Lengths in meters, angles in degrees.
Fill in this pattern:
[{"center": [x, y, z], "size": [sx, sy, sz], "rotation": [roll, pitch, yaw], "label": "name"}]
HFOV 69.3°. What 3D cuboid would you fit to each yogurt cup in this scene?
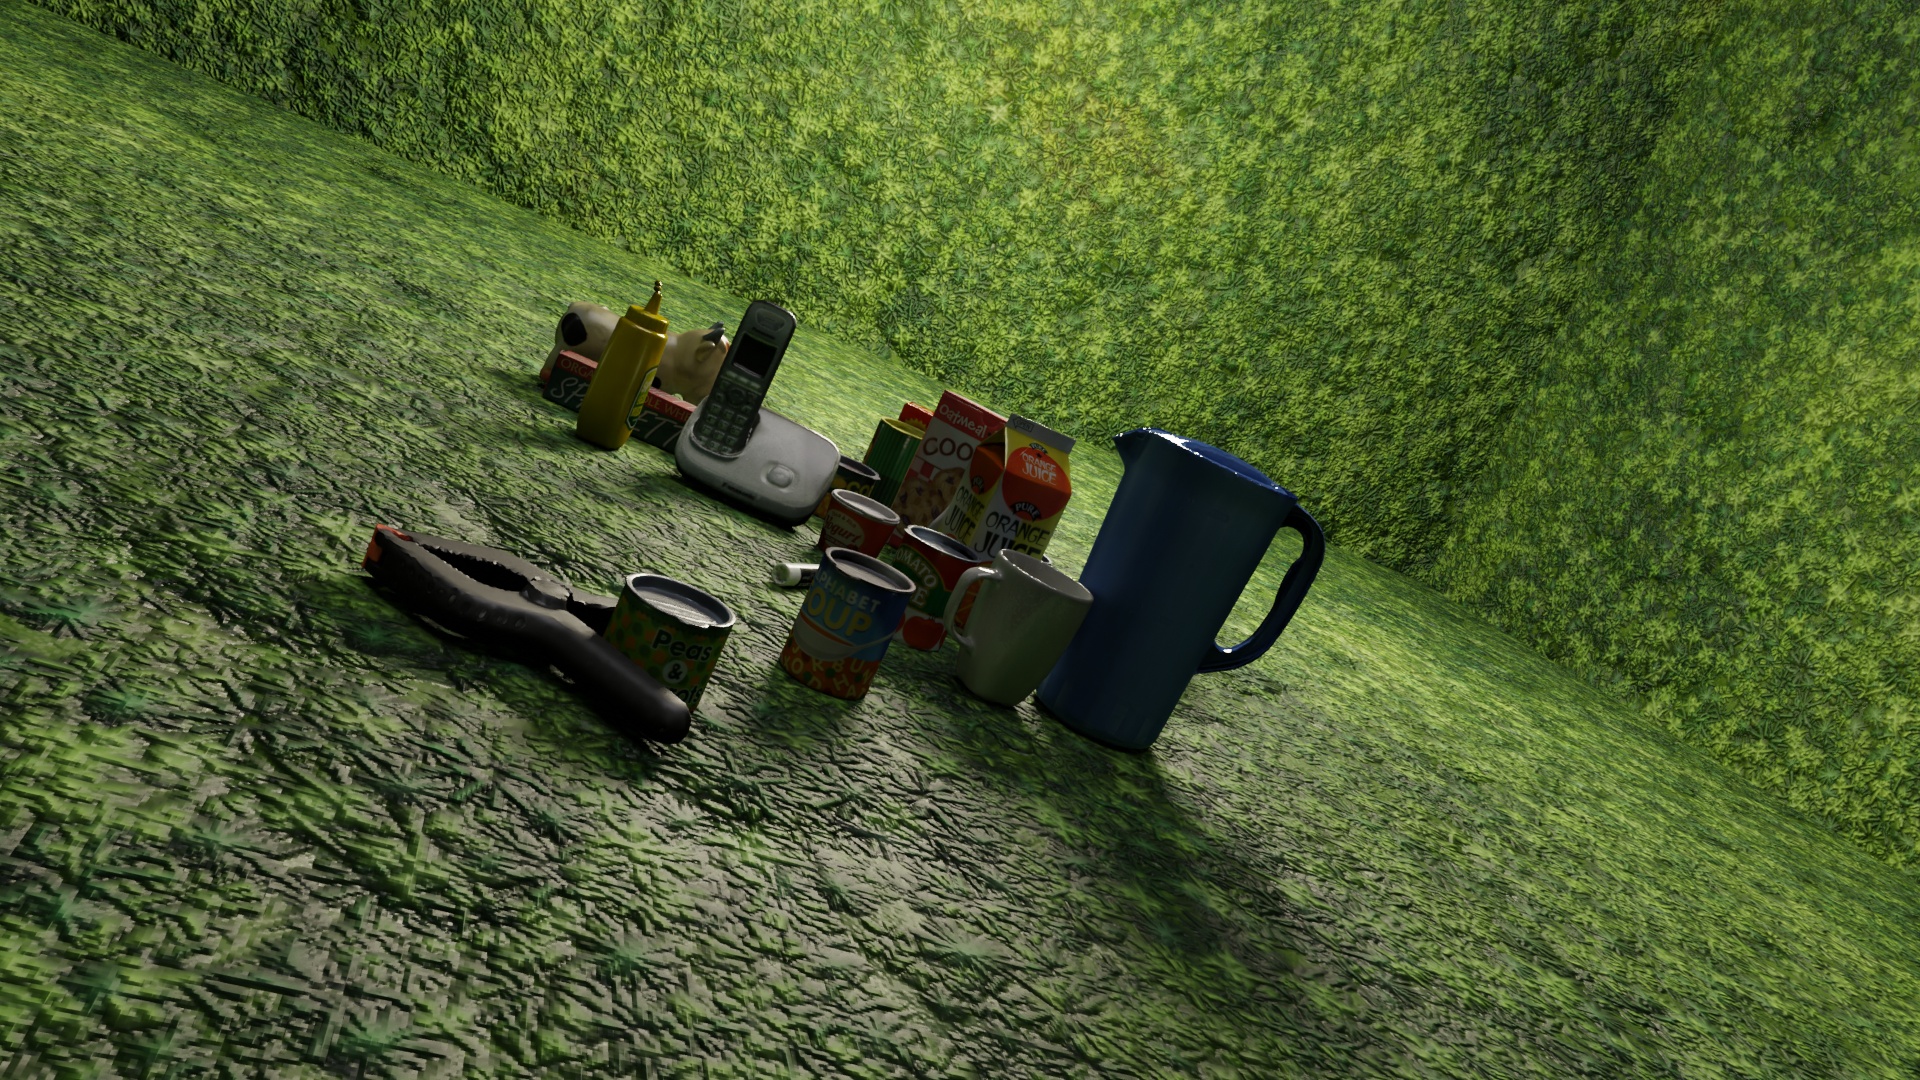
[{"center": [-0.097, -0.010, 1.283], "size": [0.072, 0.054, 0.072], "rotation": [24, 11, -5], "label": "yogurt cup"}]

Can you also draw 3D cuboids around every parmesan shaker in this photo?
[{"center": [-0.077, -0.074, 1.497], "size": [0.071, 0.103, 0.071], "rotation": [24, 11, -5], "label": "parmesan shaker"}]

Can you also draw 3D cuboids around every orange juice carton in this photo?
[{"center": [0.033, -0.014, 1.218], "size": [0.072, 0.192, 0.073], "rotation": [20, 11, -25], "label": "orange juice carton"}]

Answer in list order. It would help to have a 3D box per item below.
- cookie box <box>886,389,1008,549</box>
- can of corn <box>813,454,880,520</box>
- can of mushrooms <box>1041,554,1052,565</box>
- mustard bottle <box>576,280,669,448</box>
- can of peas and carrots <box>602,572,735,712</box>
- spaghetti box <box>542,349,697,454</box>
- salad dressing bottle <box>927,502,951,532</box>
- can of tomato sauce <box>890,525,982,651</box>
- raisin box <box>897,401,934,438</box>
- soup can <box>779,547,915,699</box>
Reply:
[{"center": [0.006, -0.049, 1.388], "size": [0.123, 0.167, 0.040], "rotation": [29, 11, 22], "label": "cookie box"}, {"center": [-0.123, -0.052, 1.414], "size": [0.071, 0.058, 0.071], "rotation": [24, 11, -5], "label": "can of corn"}, {"center": [0.063, 0.023, 1.526], "size": [0.071, 0.033, 0.071], "rotation": [24, 11, -5], "label": "can of mushrooms"}, {"center": [-0.305, -0.164, 1.281], "size": [0.049, 0.160, 0.065], "rotation": [24, 10, -3], "label": "mustard bottle"}, {"center": [-0.169, 0.059, 0.791], "size": [0.071, 0.058, 0.071], "rotation": [24, 11, -5], "label": "can of peas and carrots"}, {"center": [-0.290, -0.117, 1.379], "size": [0.250, 0.050, 0.029], "rotation": [24, 11, -5], "label": "spaghetti box"}, {"center": [0.005, -0.016, 1.285], "size": [0.064, 0.147, 0.044], "rotation": [30, 12, 26], "label": "salad dressing bottle"}, {"center": [-0.031, 0.038, 1.123], "size": [0.071, 0.083, 0.071], "rotation": [24, 11, -5], "label": "can of tomato sauce"}, {"center": [-0.045, -0.082, 1.552], "size": [0.086, 0.123, 0.040], "rotation": [26, 10, 7], "label": "raisin box"}, {"center": [-0.078, 0.056, 0.937], "size": [0.071, 0.083, 0.071], "rotation": [24, 11, -5], "label": "soup can"}]
